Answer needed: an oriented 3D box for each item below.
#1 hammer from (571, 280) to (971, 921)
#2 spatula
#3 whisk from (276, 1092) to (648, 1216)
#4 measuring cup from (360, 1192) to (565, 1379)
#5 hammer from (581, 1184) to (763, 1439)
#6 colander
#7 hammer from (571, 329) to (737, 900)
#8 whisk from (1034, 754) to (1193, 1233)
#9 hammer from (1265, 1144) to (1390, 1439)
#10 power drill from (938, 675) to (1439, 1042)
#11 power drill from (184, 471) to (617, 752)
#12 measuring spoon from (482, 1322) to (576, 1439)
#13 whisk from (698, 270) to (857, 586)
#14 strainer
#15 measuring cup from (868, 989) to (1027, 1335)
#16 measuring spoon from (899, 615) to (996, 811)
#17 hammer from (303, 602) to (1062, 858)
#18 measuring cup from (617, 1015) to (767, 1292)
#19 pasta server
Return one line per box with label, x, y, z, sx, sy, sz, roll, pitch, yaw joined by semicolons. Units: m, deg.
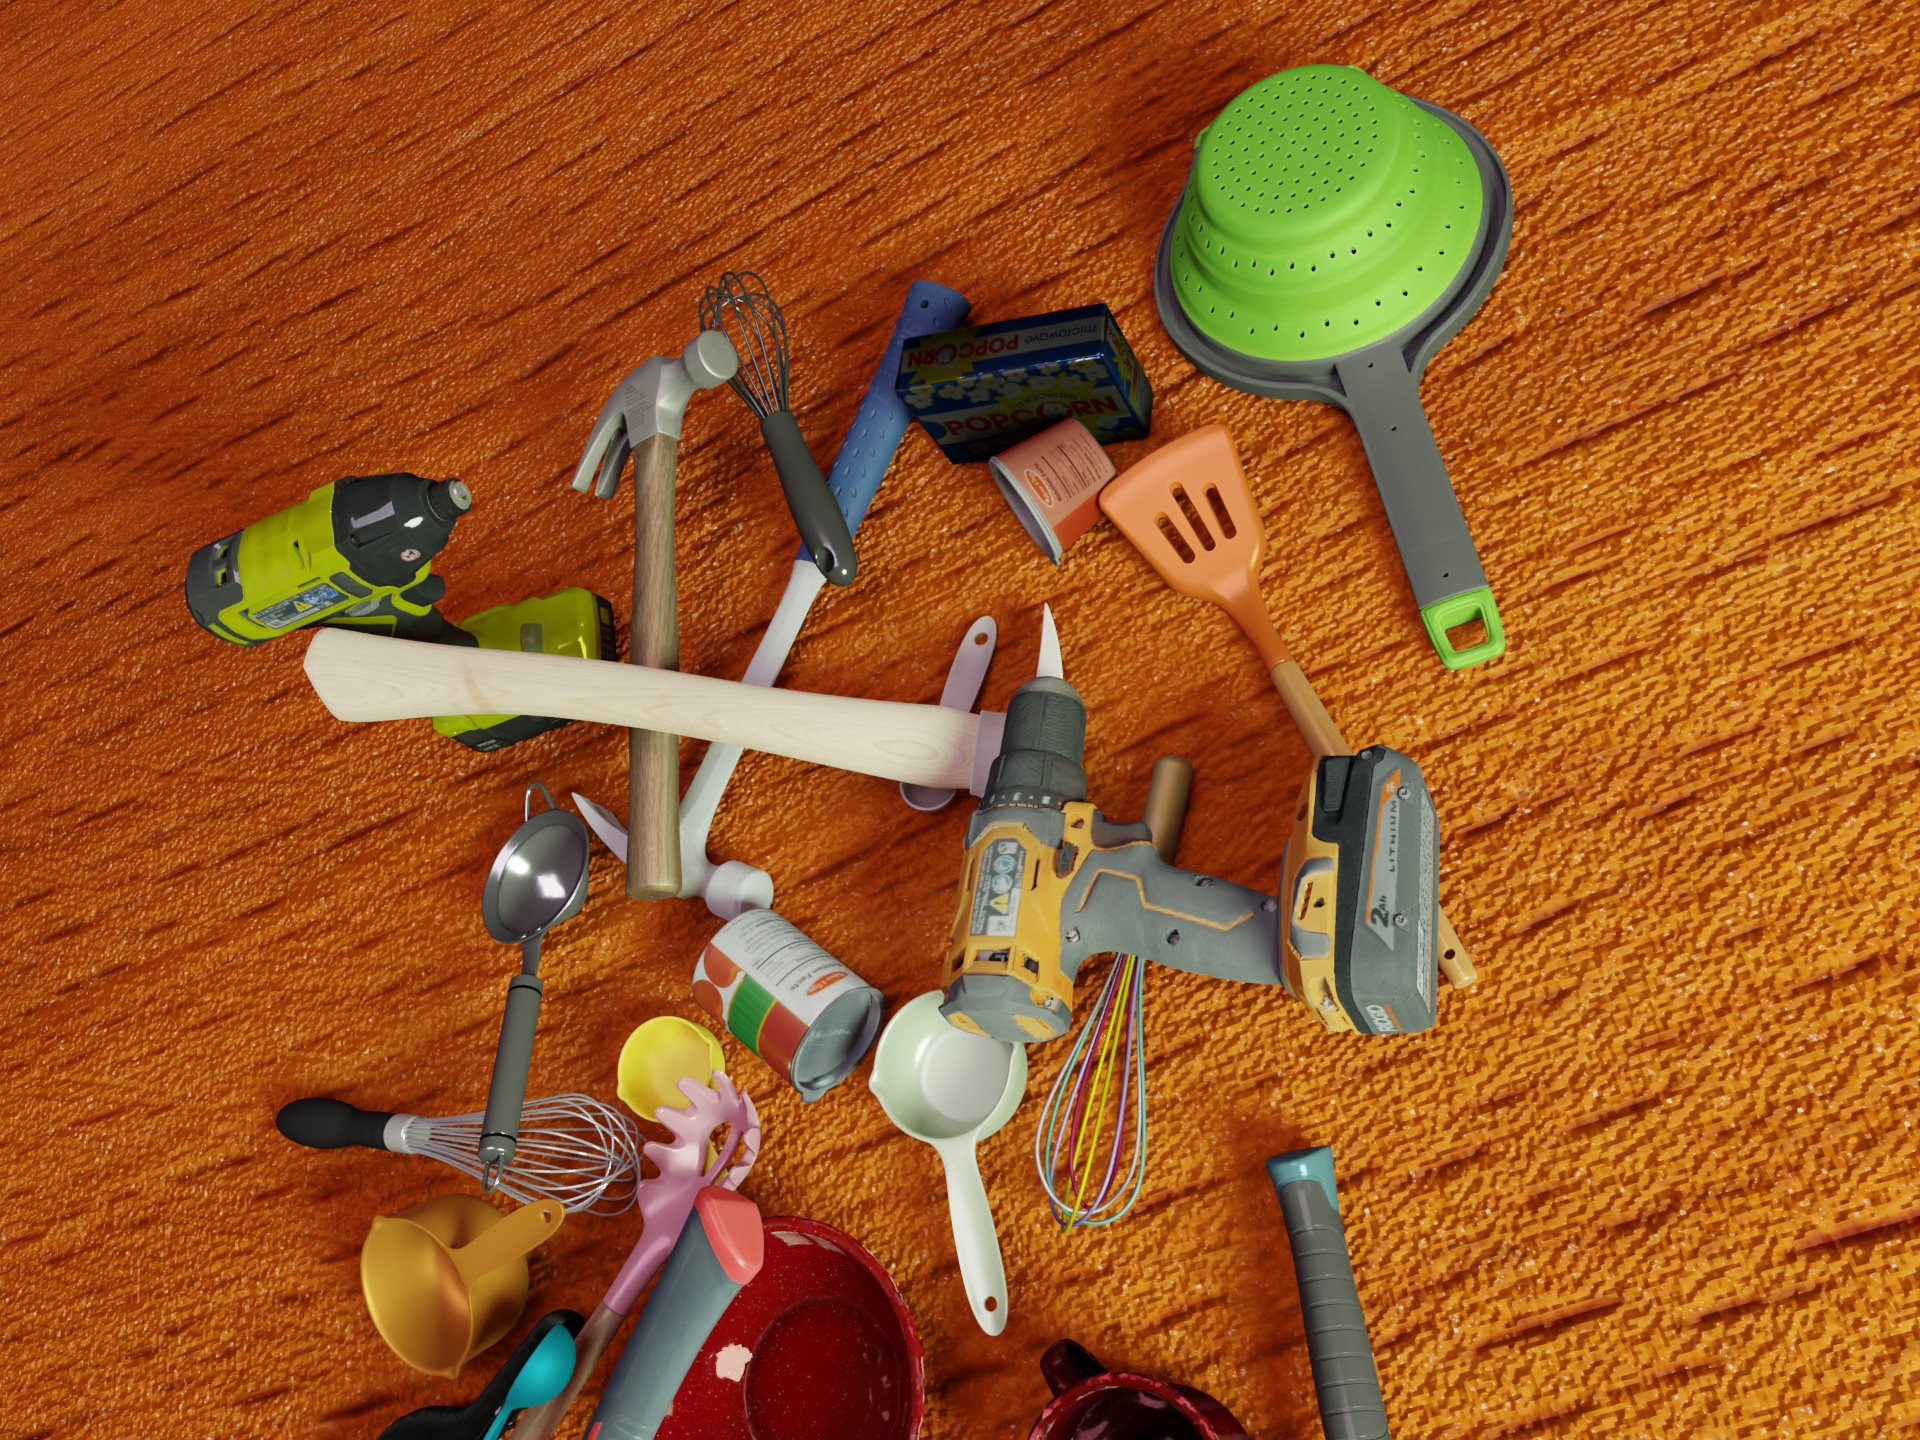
hammer;-0.099;-0.085;0.963;0.144;0.035;0.405;18;78;29
spatula;0.172;-0.010;0.806;0.081;0.041;0.323;-30;61;10
whisk;-0.295;0.239;0.914;0.285;0.070;0.070;-2;69;29
measuring cup;-0.248;0.282;0.846;0.173;0.052;0.095;-36;79;29
hammer;-0.203;0.398;0.759;0.143;0.038;0.386;22;85;38
colander;0.207;-0.216;0.840;0.204;0.094;0.397;-19;63;17
hammer;-0.182;-0.059;0.936;0.130;0.031;0.331;-18;67;40
whisk;0.083;0.131;0.790;0.051;0.047;0.245;6;69;28
hammer;0.169;0.331;0.639;0.033;0.128;0.331;-17;55;17
power drill;0.106;0.060;0.754;0.226;0.084;0.185;-3;61;24
power drill;-0.309;-0.065;0.942;0.171;0.223;0.080;-19;64;17
measuring spoon;-0.223;0.357;0.783;0.021;0.042;0.128;30;93;6
whisk;-0.107;-0.179;0.959;0.055;0.055;0.239;-29;65;12
strainer;-0.246;0.147;0.905;0.087;0.050;0.259;-25;44;23
measuring cup;0.006;0.219;0.793;0.083;0.038;0.168;-20;65;17
measuring spoon;-0.001;-0.003;0.901;0.034;0.018;0.124;12;68;20
hammer;-0.149;-0.017;0.869;0.410;0.038;0.146;8;73;3
measuring cup;-0.136;0.235;0.864;0.062;0.029;0.157;-30;72;8
pasta server;-0.197;0.322;0.811;0.060;0.040;0.316;29;81;33
